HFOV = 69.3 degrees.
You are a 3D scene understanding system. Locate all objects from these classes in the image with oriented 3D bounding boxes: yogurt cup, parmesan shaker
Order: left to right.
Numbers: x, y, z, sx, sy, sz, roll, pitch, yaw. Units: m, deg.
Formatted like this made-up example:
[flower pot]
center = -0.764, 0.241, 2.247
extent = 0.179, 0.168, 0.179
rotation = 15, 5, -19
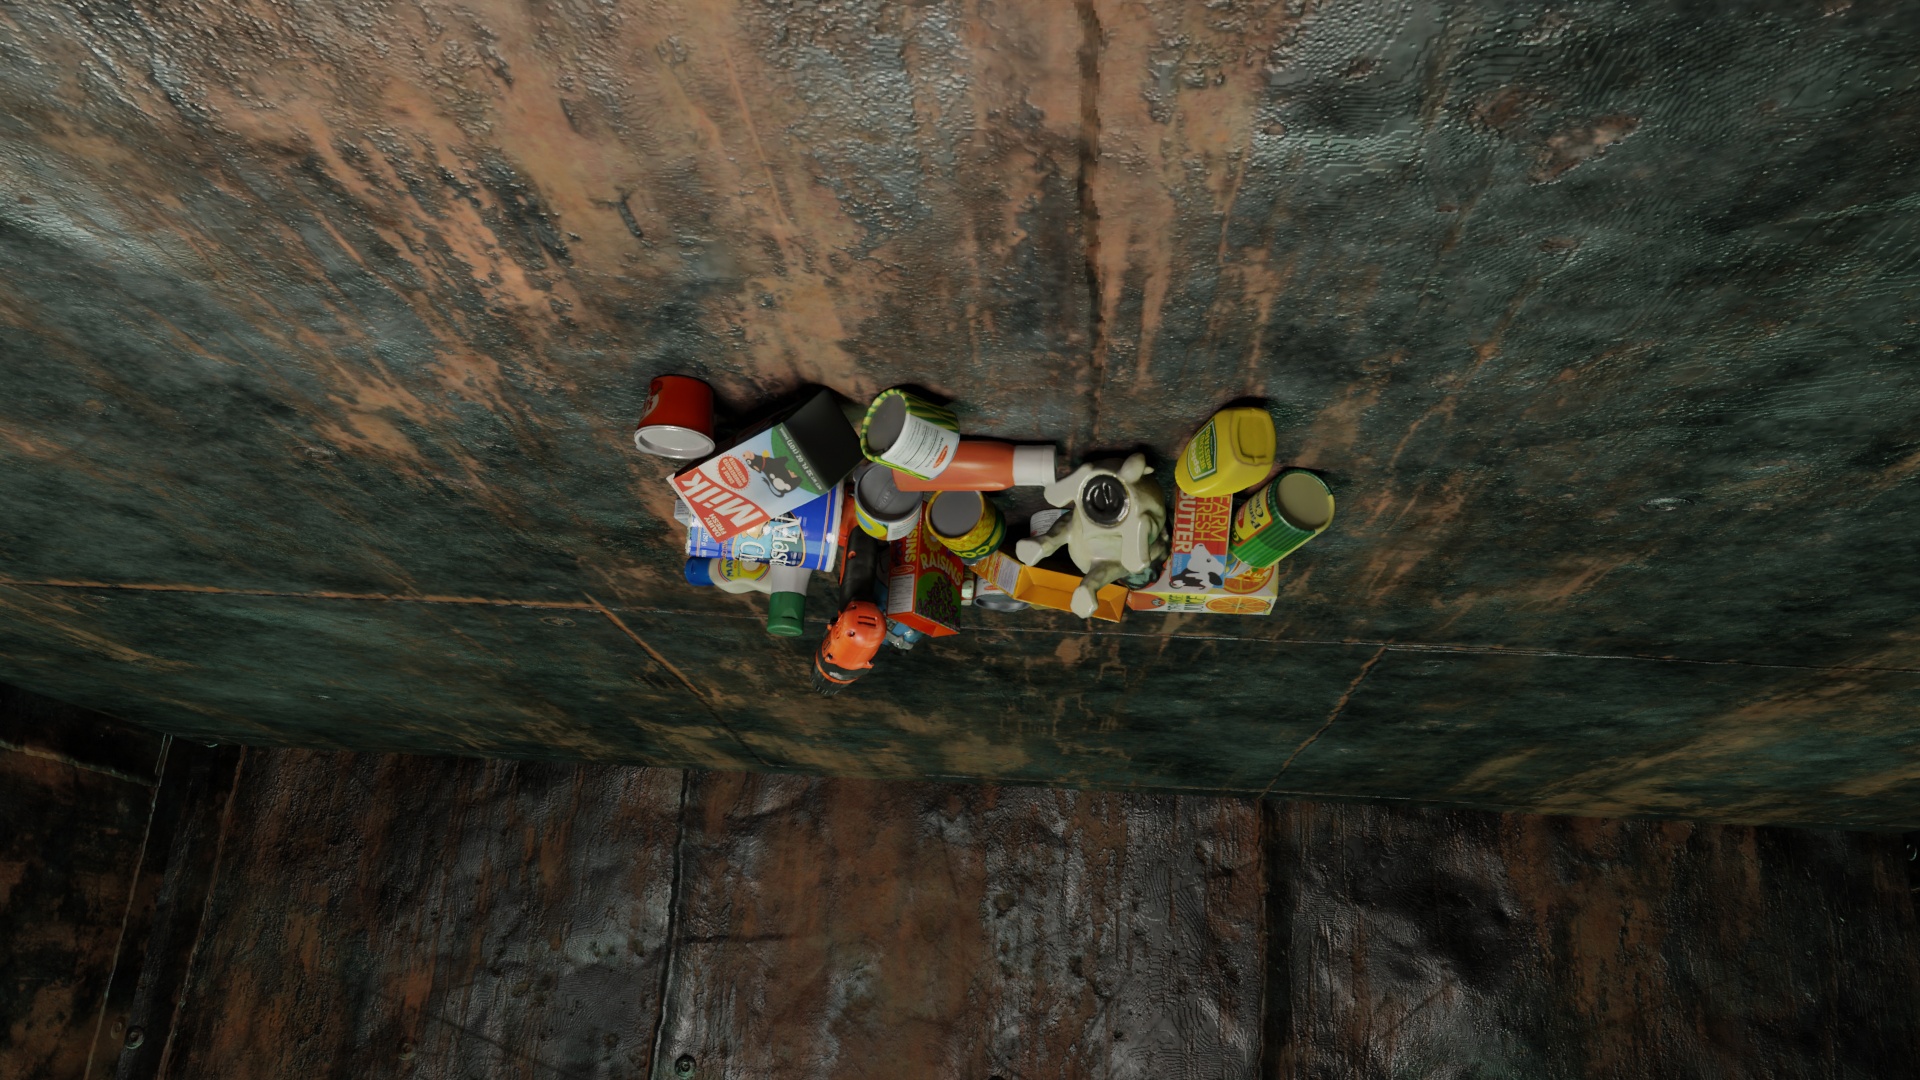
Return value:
[yogurt cup]
center = -0.242, -0.107, 1.192
extent = 0.072, 0.054, 0.072
rotation = 3, 161, 1
[parmesan shaker]
center = 0.304, -0.023, 1.324
extent = 0.071, 0.071, 0.102
rotation = 8, 158, -12

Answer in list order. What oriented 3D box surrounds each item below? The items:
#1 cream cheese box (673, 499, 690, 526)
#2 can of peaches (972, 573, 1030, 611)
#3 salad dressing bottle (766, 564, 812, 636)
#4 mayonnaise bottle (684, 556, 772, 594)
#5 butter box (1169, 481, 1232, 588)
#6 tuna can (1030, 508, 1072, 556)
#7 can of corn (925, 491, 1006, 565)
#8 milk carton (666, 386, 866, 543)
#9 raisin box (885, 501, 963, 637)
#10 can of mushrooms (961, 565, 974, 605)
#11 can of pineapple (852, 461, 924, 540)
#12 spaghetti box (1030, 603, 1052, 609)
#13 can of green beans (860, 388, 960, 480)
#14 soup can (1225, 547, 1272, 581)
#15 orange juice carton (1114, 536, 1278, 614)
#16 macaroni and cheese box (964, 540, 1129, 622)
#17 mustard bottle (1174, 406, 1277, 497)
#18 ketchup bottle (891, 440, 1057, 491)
[cream cheese box]
center = -0.247, -0.028, 1.476
extent = 0.104, 0.024, 0.053
rotation = -3, 161, 20
[can of peaches]
center = 0.049, 0.044, 1.584
extent = 0.071, 0.058, 0.071
rotation = 3, 162, 1
[salad dressing bottle]
center = -0.172, 0.022, 1.416
extent = 0.064, 0.148, 0.044
rotation = 10, 160, -18
[mayonnaise bottle]
center = -0.251, 0.032, 1.604
extent = 0.148, 0.065, 0.041
rotation = -3, 161, 30
[butter box]
center = 0.232, -0.006, 1.342
extent = 0.053, 0.103, 0.024
rotation = 2, -161, 3
[tuna can]
center = 0.108, -0.007, 1.456
extent = 0.071, 0.033, 0.071
rotation = 3, 162, 1
[can of corn]
center = 0.005, -0.017, 1.386
extent = 0.071, 0.071, 0.058
rotation = -4, 159, 22
[milk carton]
center = -0.180, -0.058, 1.219
extent = 0.190, 0.074, 0.072
rotation = -23, 107, 38
[raisin box]
center = -0.035, 0.030, 1.454
extent = 0.040, 0.124, 0.086
rotation = -10, 157, 34
[can of mushrooms]
center = -0.002, 0.038, 1.564
extent = 0.033, 0.071, 0.071
rotation = 4, 161, -1
[can of pineapple]
center = -0.071, -0.040, 1.343
extent = 0.071, 0.071, 0.057
rotation = 5, 161, -3
[spaghetti box]
center = 0.192, 0.054, 1.632
extent = 0.250, 0.029, 0.050
rotation = -5, 160, 26
[can of green beans]
center = -0.044, -0.090, 1.184
extent = 0.058, 0.071, 0.071
rotation = 20, 155, -38
[soup can]
center = 0.269, 0.005, 1.405
extent = 0.084, 0.071, 0.071
rotation = 9, 161, -18
[orange juice carton]
center = 0.240, 0.033, 1.489
extent = 0.193, 0.073, 0.071
rotation = 2, 162, 6
[macaroni and cheese box]
center = 0.086, 0.038, 1.469
extent = 0.124, 0.040, 0.166
rotation = 13, -174, -21
[mustard bottle]
center = 0.222, -0.068, 1.208
extent = 0.049, 0.065, 0.159
rotation = 4, 166, -13
[ketchup bottle]
center = 0.014, -0.068, 1.274
extent = 0.149, 0.043, 0.064
rotation = 1, 161, 8
